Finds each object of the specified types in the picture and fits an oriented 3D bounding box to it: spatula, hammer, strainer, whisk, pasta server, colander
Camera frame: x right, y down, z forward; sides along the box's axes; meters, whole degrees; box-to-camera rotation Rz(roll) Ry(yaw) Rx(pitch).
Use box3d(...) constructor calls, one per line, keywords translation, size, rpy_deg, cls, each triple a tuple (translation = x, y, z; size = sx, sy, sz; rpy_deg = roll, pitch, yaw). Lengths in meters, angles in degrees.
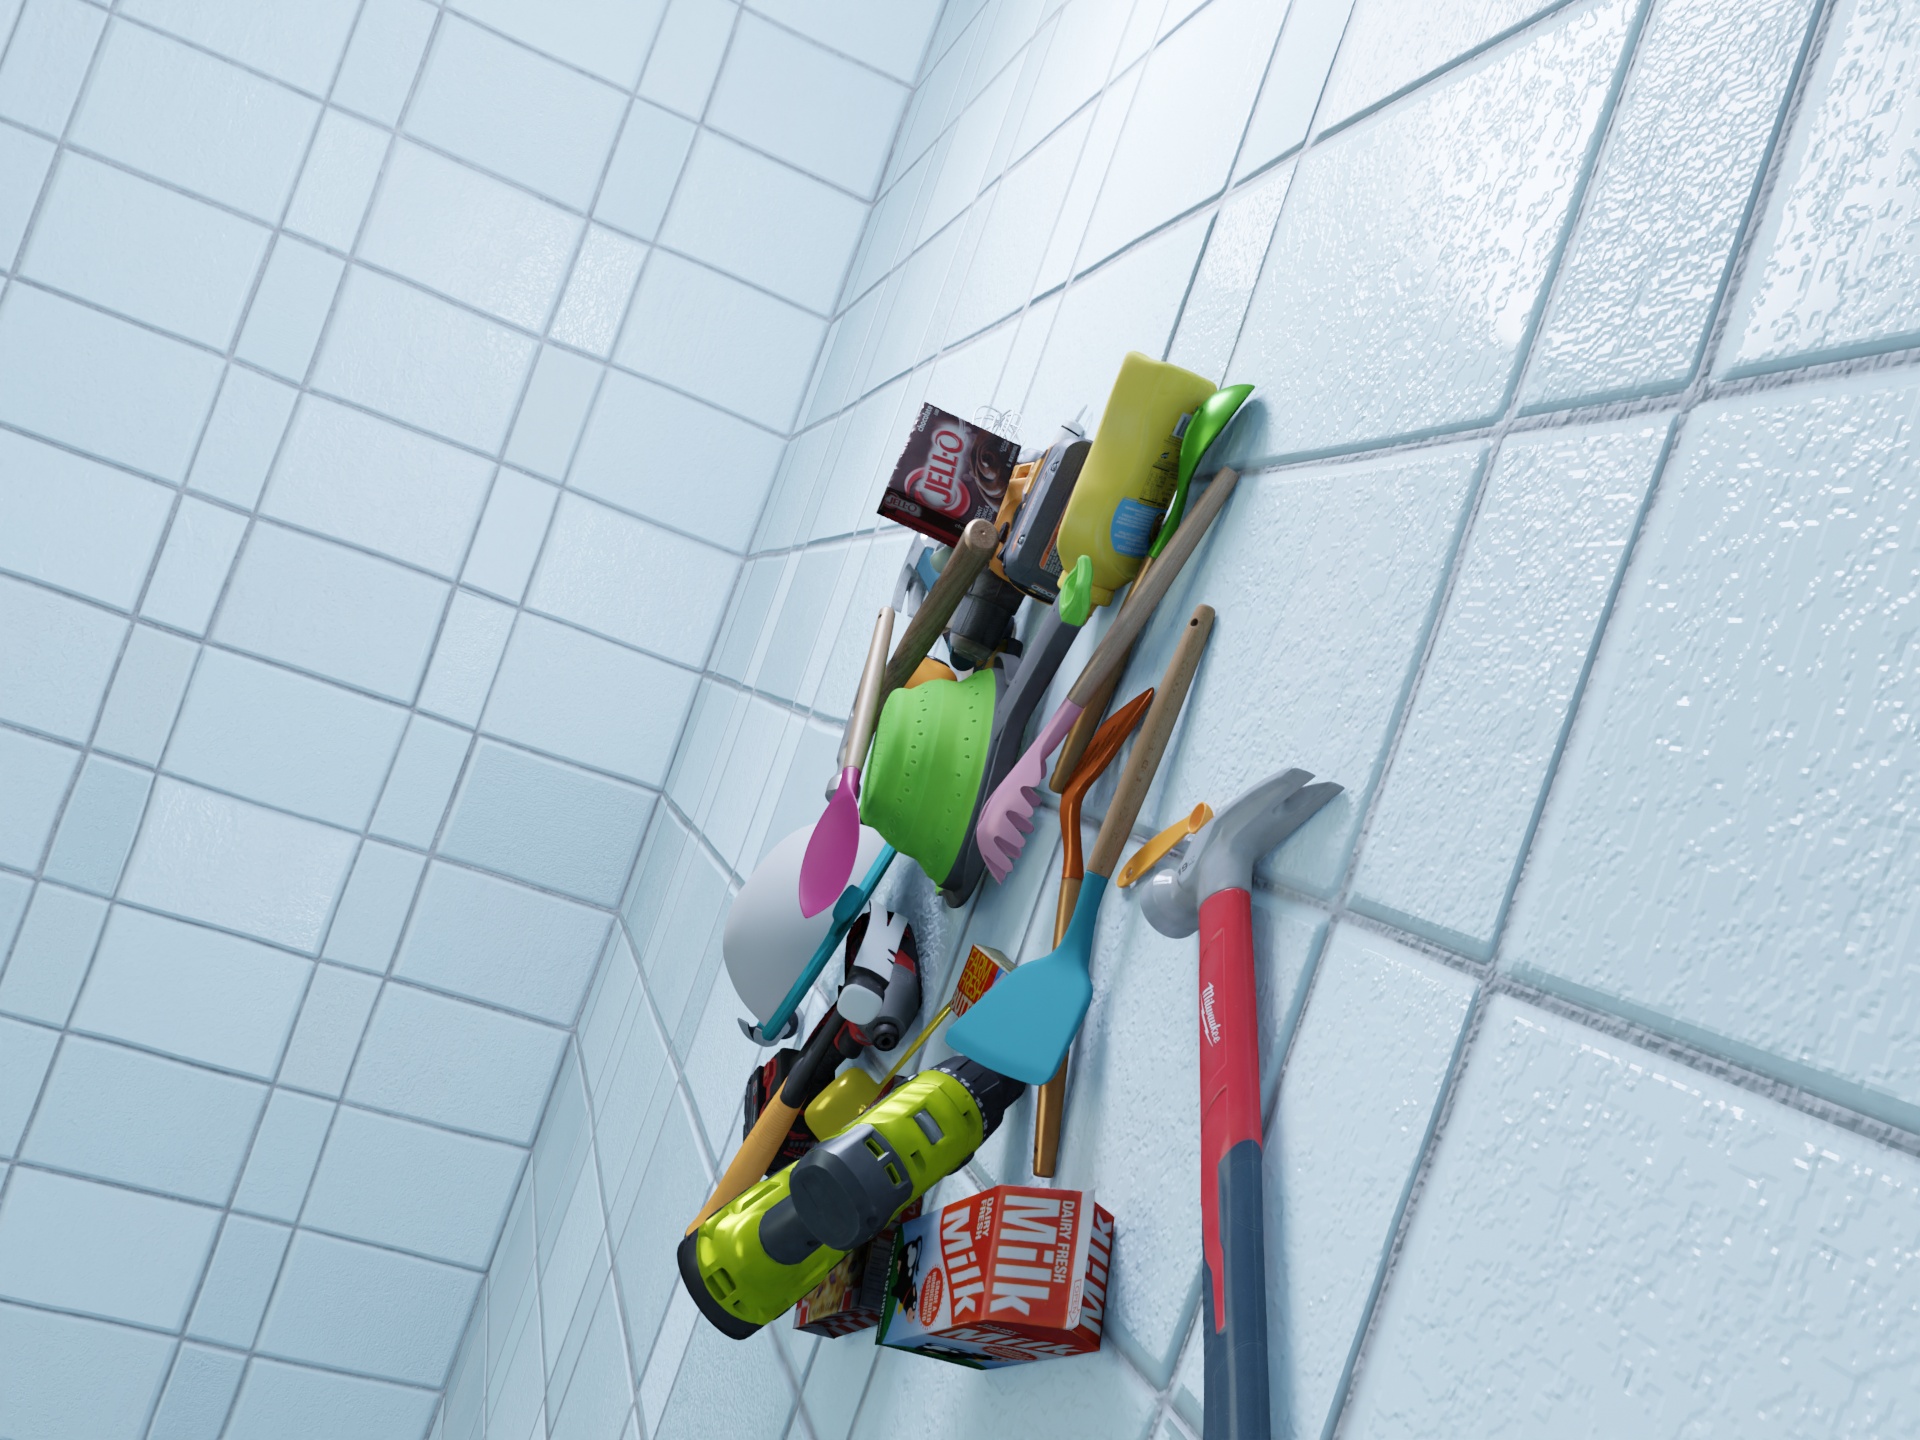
box3d(translation=(0.078, 0.128, 1.016), size=(0.081, 0.041, 0.323), rpy_deg=(138, 144, -61), cls="spatula")
box3d(translation=(-0.041, -0.057, 1.314), size=(0.331, 0.031, 0.130), rpy_deg=(125, 161, -52), cls="hammer")
box3d(translation=(0.090, 0.068, 0.977), size=(0.082, 0.044, 0.317), rpy_deg=(15, 78, 41), cls="spatula")
box3d(translation=(-0.132, 0.147, 1.297), size=(0.211, 0.095, 0.340), rpy_deg=(-57, 0, -15), cls="strainer")
box3d(translation=(0.047, -0.166, 1.406), size=(0.258, 0.050, 0.087), rpy_deg=(-60, -12, 7), cls="strainer")
box3d(translation=(0.012, -0.201, 1.368), size=(0.058, 0.059, 0.246), rpy_deg=(-33, 24, 35), cls="whisk")
box3d(translation=(0.099, -0.030, 1.068), size=(0.316, 0.040, 0.060), rpy_deg=(-57, -4, 8), cls="pasta server")
box3d(translation=(-0.002, -0.004, 1.178), size=(0.396, 0.094, 0.205), rpy_deg=(117, 165, -55), cls="colander")
box3d(translation=(-0.107, 0.127, 1.515), size=(0.409, 0.036, 0.149), rpy_deg=(-65, -9, 2), cls="hammer")
box3d(translation=(-0.134, 0.291, 1.232), size=(0.336, 0.034, 0.127), rpy_deg=(-59, 6, 25), cls="hammer")
box3d(translation=(0.132, 0.203, 0.726), size=(0.143, 0.038, 0.387), rpy_deg=(-50, 25, 45), cls="hammer")
box3d(translation=(-0.018, -0.127, 1.592), size=(0.128, 0.033, 0.331), rpy_deg=(-64, 18, 17), cls="hammer")

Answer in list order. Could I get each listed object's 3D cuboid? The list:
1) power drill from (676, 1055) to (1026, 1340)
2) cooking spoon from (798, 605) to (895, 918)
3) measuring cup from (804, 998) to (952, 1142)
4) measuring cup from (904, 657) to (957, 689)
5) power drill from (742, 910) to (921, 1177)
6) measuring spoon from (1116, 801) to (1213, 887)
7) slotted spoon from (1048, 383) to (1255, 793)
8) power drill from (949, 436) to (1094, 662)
box3d(translation=(-0.066, 0.295, 1.020), size=(0.190, 0.080, 0.228), rpy_deg=(-24, -17, -50), cls="power drill")
box3d(translation=(-0.079, 0.022, 1.234), size=(0.068, 0.017, 0.319), rpy_deg=(-34, 32, 36), cls="cooking spoon")
box3d(translation=(-0.055, 0.242, 1.154), size=(0.156, 0.029, 0.062), rpy_deg=(-44, -2, -31), cls="measuring cup")
box3d(translation=(-0.036, 0.004, 1.405), size=(0.174, 0.052, 0.095), rpy_deg=(-93, 25, -66), cls="measuring cup")
box3d(translation=(-0.101, 0.277, 1.320), size=(0.219, 0.078, 0.143), rpy_deg=(-59, 19, 23), cls="power drill")
box3d(translation=(0.123, 0.078, 0.955), size=(0.117, 0.011, 0.021), rpy_deg=(129, 160, -56), cls="measuring spoon")
box3d(translation=(0.125, -0.089, 1.099), size=(0.070, 0.031, 0.313), rpy_deg=(-44, -23, -73), cls="slotted spoon")
box3d(translation=(0.057, -0.132, 1.269), size=(0.185, 0.084, 0.226), rpy_deg=(-66, 12, -1), cls="power drill")
